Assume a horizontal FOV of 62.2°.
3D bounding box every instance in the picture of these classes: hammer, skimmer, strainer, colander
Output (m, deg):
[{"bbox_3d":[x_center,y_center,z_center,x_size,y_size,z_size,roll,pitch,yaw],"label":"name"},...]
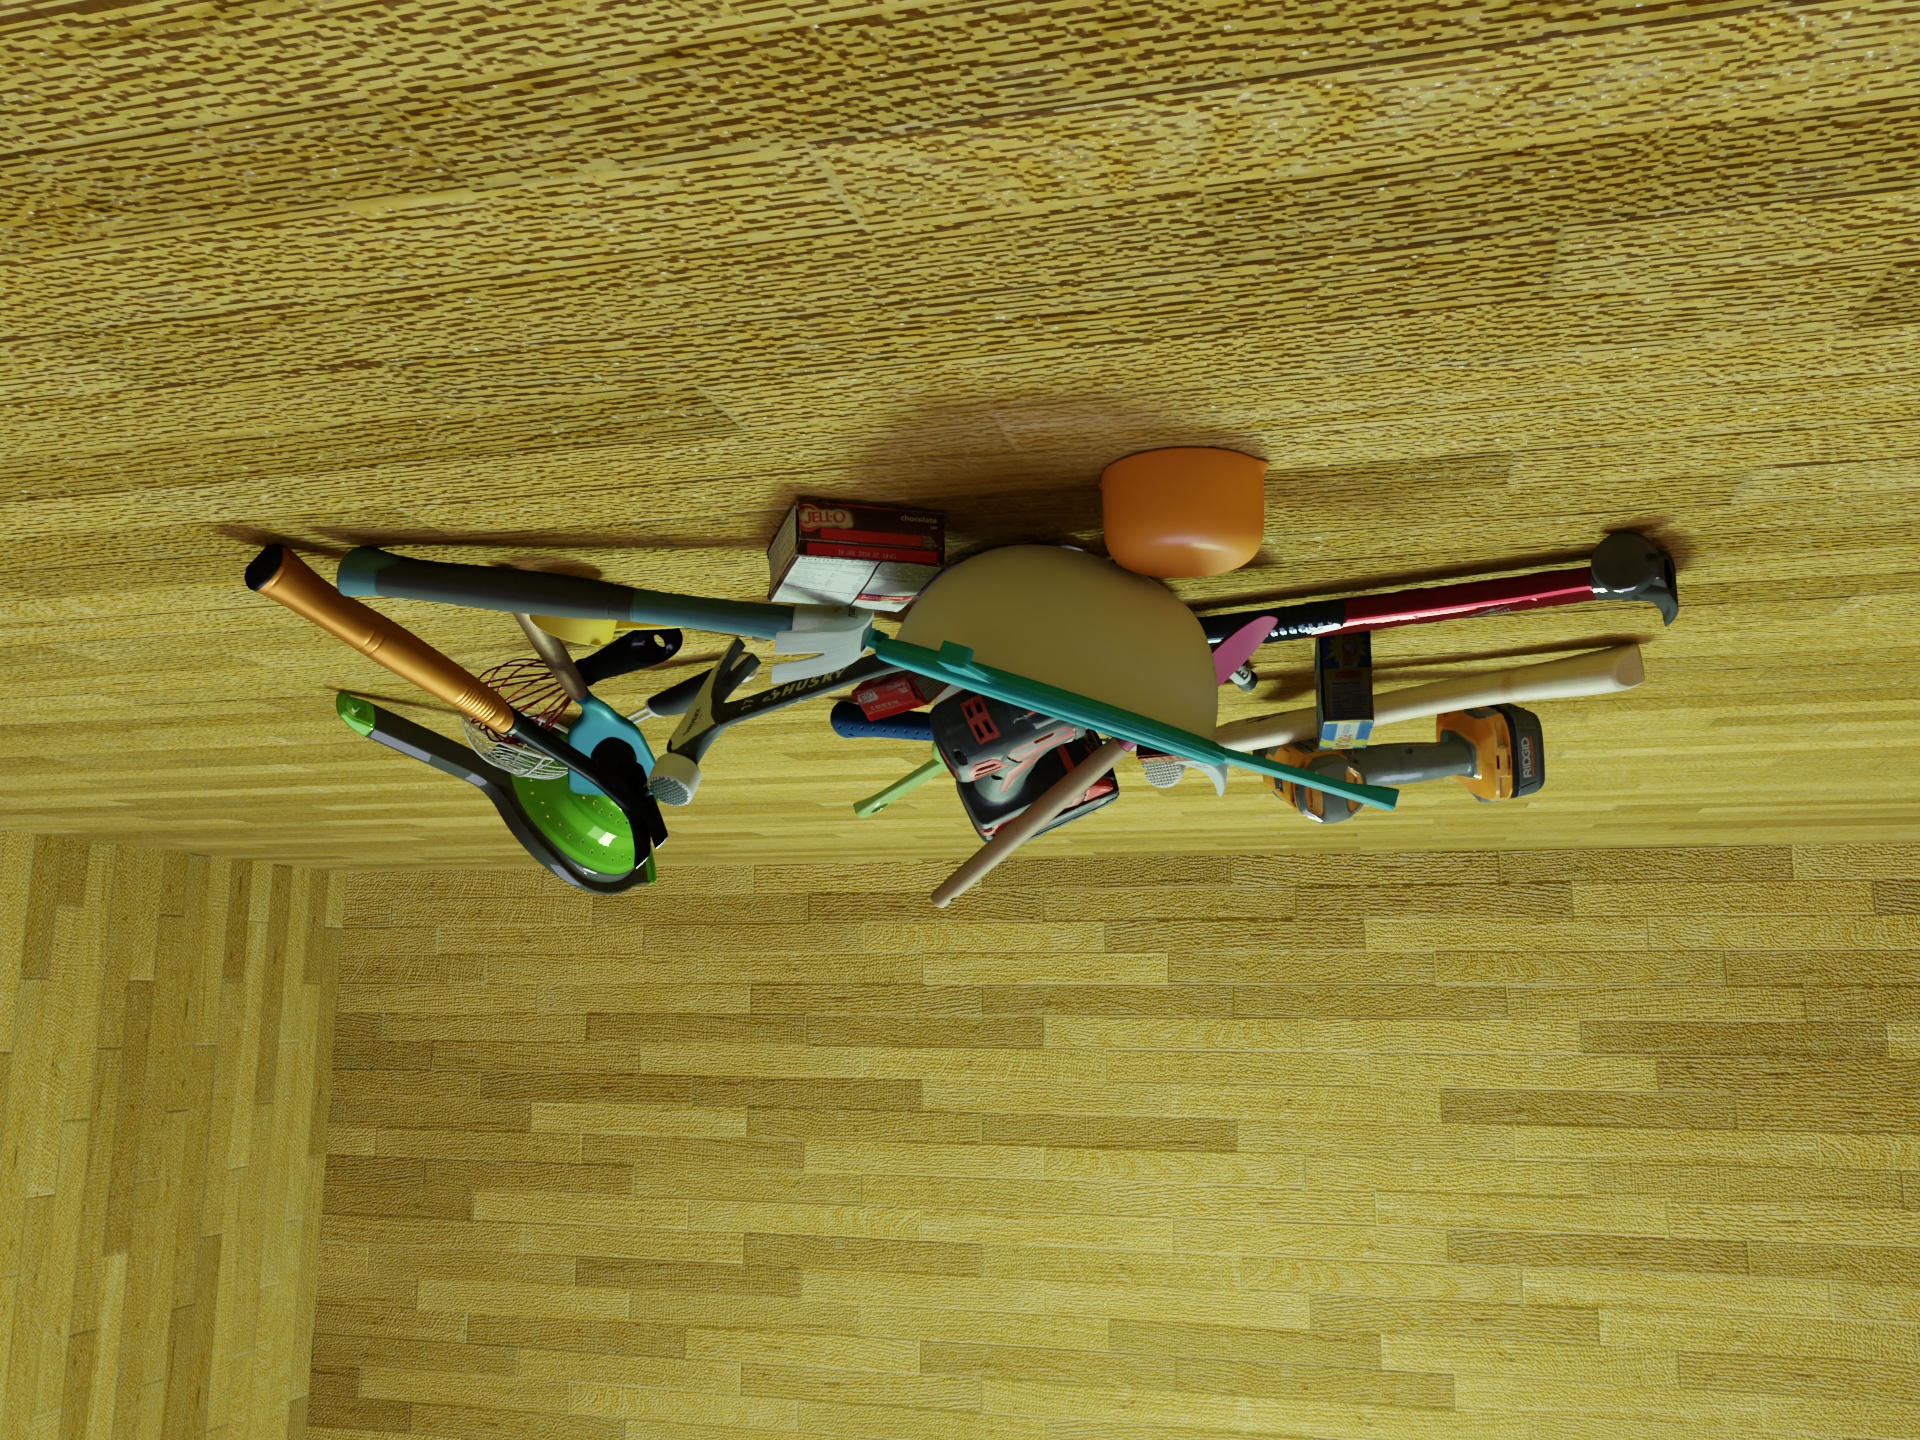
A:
[{"bbox_3d":[-0.335,-0.013,1.088,0.034,0.127,0.336,-43,132,8],"label":"hammer"},{"bbox_3d":[-0.314,-0.022,1.428,0.363,0.090,0.127,-21,159,37],"label":"skimmer"},{"bbox_3d":[-0.049,-0.045,1.115,0.409,0.149,0.036,-17,128,33],"label":"hammer"},{"bbox_3d":[0.122,-0.031,0.938,0.340,0.095,0.211,16,-179,-16],"label":"strainer"},{"bbox_3d":[-0.431,0.041,1.597,0.094,0.205,0.396,-40,136,18],"label":"colander"},{"bbox_3d":[0.286,-0.072,1.104,0.386,0.038,0.143,-6,170,32],"label":"hammer"},{"bbox_3d":[-0.002,-0.004,1.261,0.256,0.069,0.151,-33,164,32],"label":"strainer"},{"bbox_3d":[0.364,-0.014,1.361,0.410,0.038,0.146,-12,-166,28],"label":"hammer"},{"bbox_3d":[0.049,0.015,1.398,0.406,0.035,0.144,5,166,39],"label":"hammer"},{"bbox_3d":[-0.221,-0.075,1.009,0.331,0.033,0.128,6,-156,-5],"label":"hammer"}]

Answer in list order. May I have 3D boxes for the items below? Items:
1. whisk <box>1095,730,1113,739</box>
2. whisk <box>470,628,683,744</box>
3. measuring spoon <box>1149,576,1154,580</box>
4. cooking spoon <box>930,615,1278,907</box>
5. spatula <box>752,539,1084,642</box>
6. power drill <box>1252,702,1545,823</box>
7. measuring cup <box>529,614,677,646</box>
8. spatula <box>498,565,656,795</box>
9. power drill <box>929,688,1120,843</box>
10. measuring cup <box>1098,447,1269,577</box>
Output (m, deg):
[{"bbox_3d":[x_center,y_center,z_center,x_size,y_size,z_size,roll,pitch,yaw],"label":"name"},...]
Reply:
[{"bbox_3d":[0.079,-0.012,1.430,0.055,0.055,0.238,-8,163,38],"label":"whisk"},{"bbox_3d":[-0.314,-0.034,1.286,0.073,0.073,0.296,10,161,-43],"label":"whisk"},{"bbox_3d":[0.135,-0.067,1.099,0.021,0.011,0.116,3,152,24],"label":"measuring spoon"},{"bbox_3d":[0.092,0.031,1.092,0.319,0.017,0.068,-42,160,21],"label":"cooking spoon"},{"bbox_3d":[-0.042,-0.085,1.091,0.059,0.018,0.316,9,166,-44],"label":"spatula"},{"bbox_3d":[0.383,0.031,1.436,0.226,0.084,0.185,-9,-168,-5],"label":"power drill"},{"bbox_3d":[-0.226,-0.080,1.105,0.062,0.029,0.156,34,-154,32],"label":"measuring cup"},{"bbox_3d":[-0.292,-0.023,1.185,0.082,0.044,0.317,0,156,4],"label":"spatula"},{"bbox_3d":[0.075,0.006,1.142,0.188,0.080,0.226,-24,162,-5],"label":"power drill"},{"bbox_3d":[0.137,-0.101,0.894,0.095,0.052,0.173,-4,167,24],"label":"measuring cup"}]
